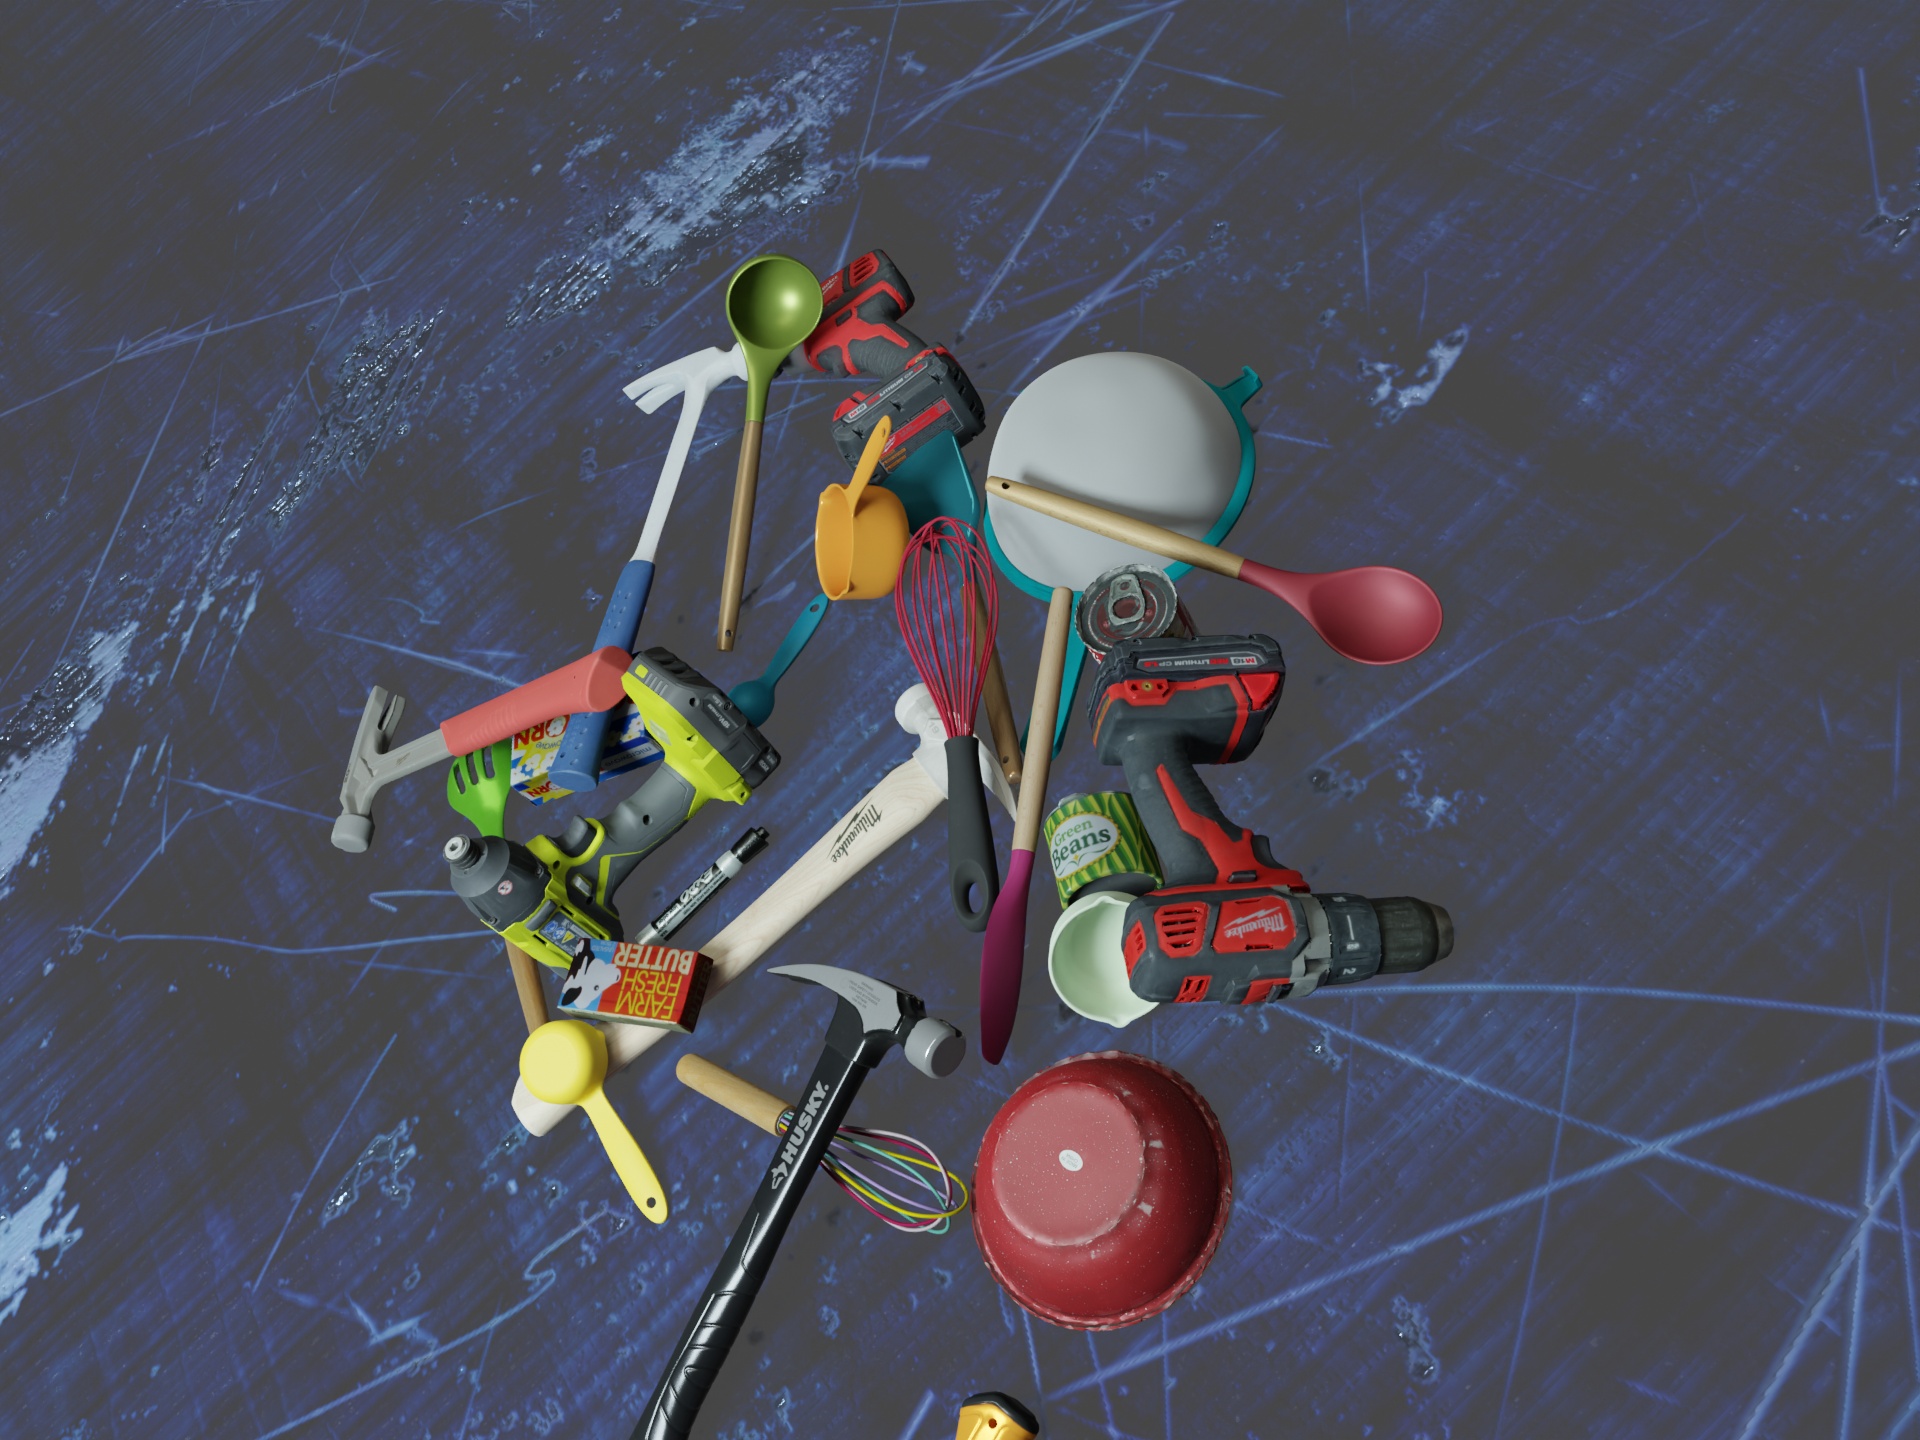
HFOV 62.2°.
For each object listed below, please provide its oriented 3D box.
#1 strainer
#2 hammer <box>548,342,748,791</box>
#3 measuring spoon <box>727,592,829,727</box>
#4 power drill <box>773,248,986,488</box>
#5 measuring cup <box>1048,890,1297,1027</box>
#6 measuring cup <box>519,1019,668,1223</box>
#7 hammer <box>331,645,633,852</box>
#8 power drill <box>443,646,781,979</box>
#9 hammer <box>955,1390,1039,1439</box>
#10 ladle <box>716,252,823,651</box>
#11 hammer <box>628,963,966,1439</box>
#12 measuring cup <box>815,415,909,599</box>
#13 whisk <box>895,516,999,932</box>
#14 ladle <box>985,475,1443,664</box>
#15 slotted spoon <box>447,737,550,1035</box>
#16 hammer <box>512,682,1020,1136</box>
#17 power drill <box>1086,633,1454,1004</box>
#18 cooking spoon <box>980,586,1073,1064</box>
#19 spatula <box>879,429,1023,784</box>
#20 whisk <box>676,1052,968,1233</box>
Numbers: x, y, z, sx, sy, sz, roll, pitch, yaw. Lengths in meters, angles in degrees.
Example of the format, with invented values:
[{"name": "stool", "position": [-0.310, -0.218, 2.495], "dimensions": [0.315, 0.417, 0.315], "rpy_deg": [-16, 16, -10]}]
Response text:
[{"name": "strainer", "position": [0.082, -0.138, 1.119], "dimensions": [0.211, 0.095, 0.341], "rpy_deg": [3, 61, 28]}, {"name": "hammer", "position": [-0.257, -0.132, 1.276], "dimensions": [0.144, 0.035, 0.406], "rpy_deg": [-5, 59, 32]}, {"name": "measuring spoon", "position": [-0.142, -0.050, 1.227], "dimensions": [0.042, 0.021, 0.128], "rpy_deg": [24, 75, 36]}, {"name": "power drill", "position": [-0.080, -0.289, 1.311], "dimensions": [0.143, 0.078, 0.220], "rpy_deg": [-34, 49, 5]}, {"name": "measuring cup", "position": [0.135, 0.134, 0.961], "dimensions": [0.167, 0.038, 0.083], "rpy_deg": [-8, 101, 1]}, {"name": "measuring cup", "position": [-0.241, 0.266, 1.054], "dimensions": [0.062, 0.029, 0.157], "rpy_deg": [-40, 69, 5]}, {"name": "hammer", "position": [-0.378, -0.002, 1.249], "dimensions": [0.359, 0.036, 0.149], "rpy_deg": [-19, 53, 38]}, {"name": "power drill", "position": [-0.246, 0.065, 1.120], "dimensions": [0.080, 0.171, 0.223], "rpy_deg": [32, 76, 37]}, {"name": "hammer", "position": [-0.059, 0.511, 0.834], "dimensions": [0.127, 0.034, 0.337], "rpy_deg": [27, 76, 37]}, {"name": "ladle", "position": [-0.164, -0.213, 1.265], "dimensions": [0.062, 0.078, 0.320], "rpy_deg": [171, 107, -70]}, {"name": "hammer", "position": [-0.123, 0.304, 0.953], "dimensions": [0.146, 0.035, 0.335], "rpy_deg": [24, 87, 43]}, {"name": "measuring cup", "position": [-0.059, -0.159, 1.173], "dimensions": [0.052, 0.173, 0.095], "rpy_deg": [-1, 55, -25]}, {"name": "whisk", "position": [-0.002, -0.003, 1.058], "dimensions": [0.073, 0.073, 0.296], "rpy_deg": [-14, 67, 20]}, {"name": "ladle", "position": [0.160, -0.108, 1.049], "dimensions": [0.315, 0.031, 0.069], "rpy_deg": [21, 76, 15]}, {"name": "slotted spoon", "position": [-0.349, 0.127, 1.225], "dimensions": [0.070, 0.031, 0.314], "rpy_deg": [-29, 54, 5]}, {"name": "hammer", "position": [-0.137, 0.151, 1.095], "dimensions": [0.410, 0.038, 0.146], "rpy_deg": [-40, 53, 0]}, {"name": "power drill", "position": [0.174, 0.060, 0.937], "dimensions": [0.188, 0.080, 0.227], "rpy_deg": [-2, 54, -10]}, {"name": "cooking spoon", "position": [0.044, 0.060, 1.018], "dimensions": [0.017, 0.068, 0.319], "rpy_deg": [2, 69, 20]}, {"name": "spatula", "position": [0.003, -0.081, 1.147], "dimensions": [0.082, 0.044, 0.318], "rpy_deg": [-37, 44, 25]}, {"name": "whisk", "position": [-0.092, 0.262, 1.006], "dimensions": [0.245, 0.051, 0.047], "rpy_deg": [16, 49, 38]}]
